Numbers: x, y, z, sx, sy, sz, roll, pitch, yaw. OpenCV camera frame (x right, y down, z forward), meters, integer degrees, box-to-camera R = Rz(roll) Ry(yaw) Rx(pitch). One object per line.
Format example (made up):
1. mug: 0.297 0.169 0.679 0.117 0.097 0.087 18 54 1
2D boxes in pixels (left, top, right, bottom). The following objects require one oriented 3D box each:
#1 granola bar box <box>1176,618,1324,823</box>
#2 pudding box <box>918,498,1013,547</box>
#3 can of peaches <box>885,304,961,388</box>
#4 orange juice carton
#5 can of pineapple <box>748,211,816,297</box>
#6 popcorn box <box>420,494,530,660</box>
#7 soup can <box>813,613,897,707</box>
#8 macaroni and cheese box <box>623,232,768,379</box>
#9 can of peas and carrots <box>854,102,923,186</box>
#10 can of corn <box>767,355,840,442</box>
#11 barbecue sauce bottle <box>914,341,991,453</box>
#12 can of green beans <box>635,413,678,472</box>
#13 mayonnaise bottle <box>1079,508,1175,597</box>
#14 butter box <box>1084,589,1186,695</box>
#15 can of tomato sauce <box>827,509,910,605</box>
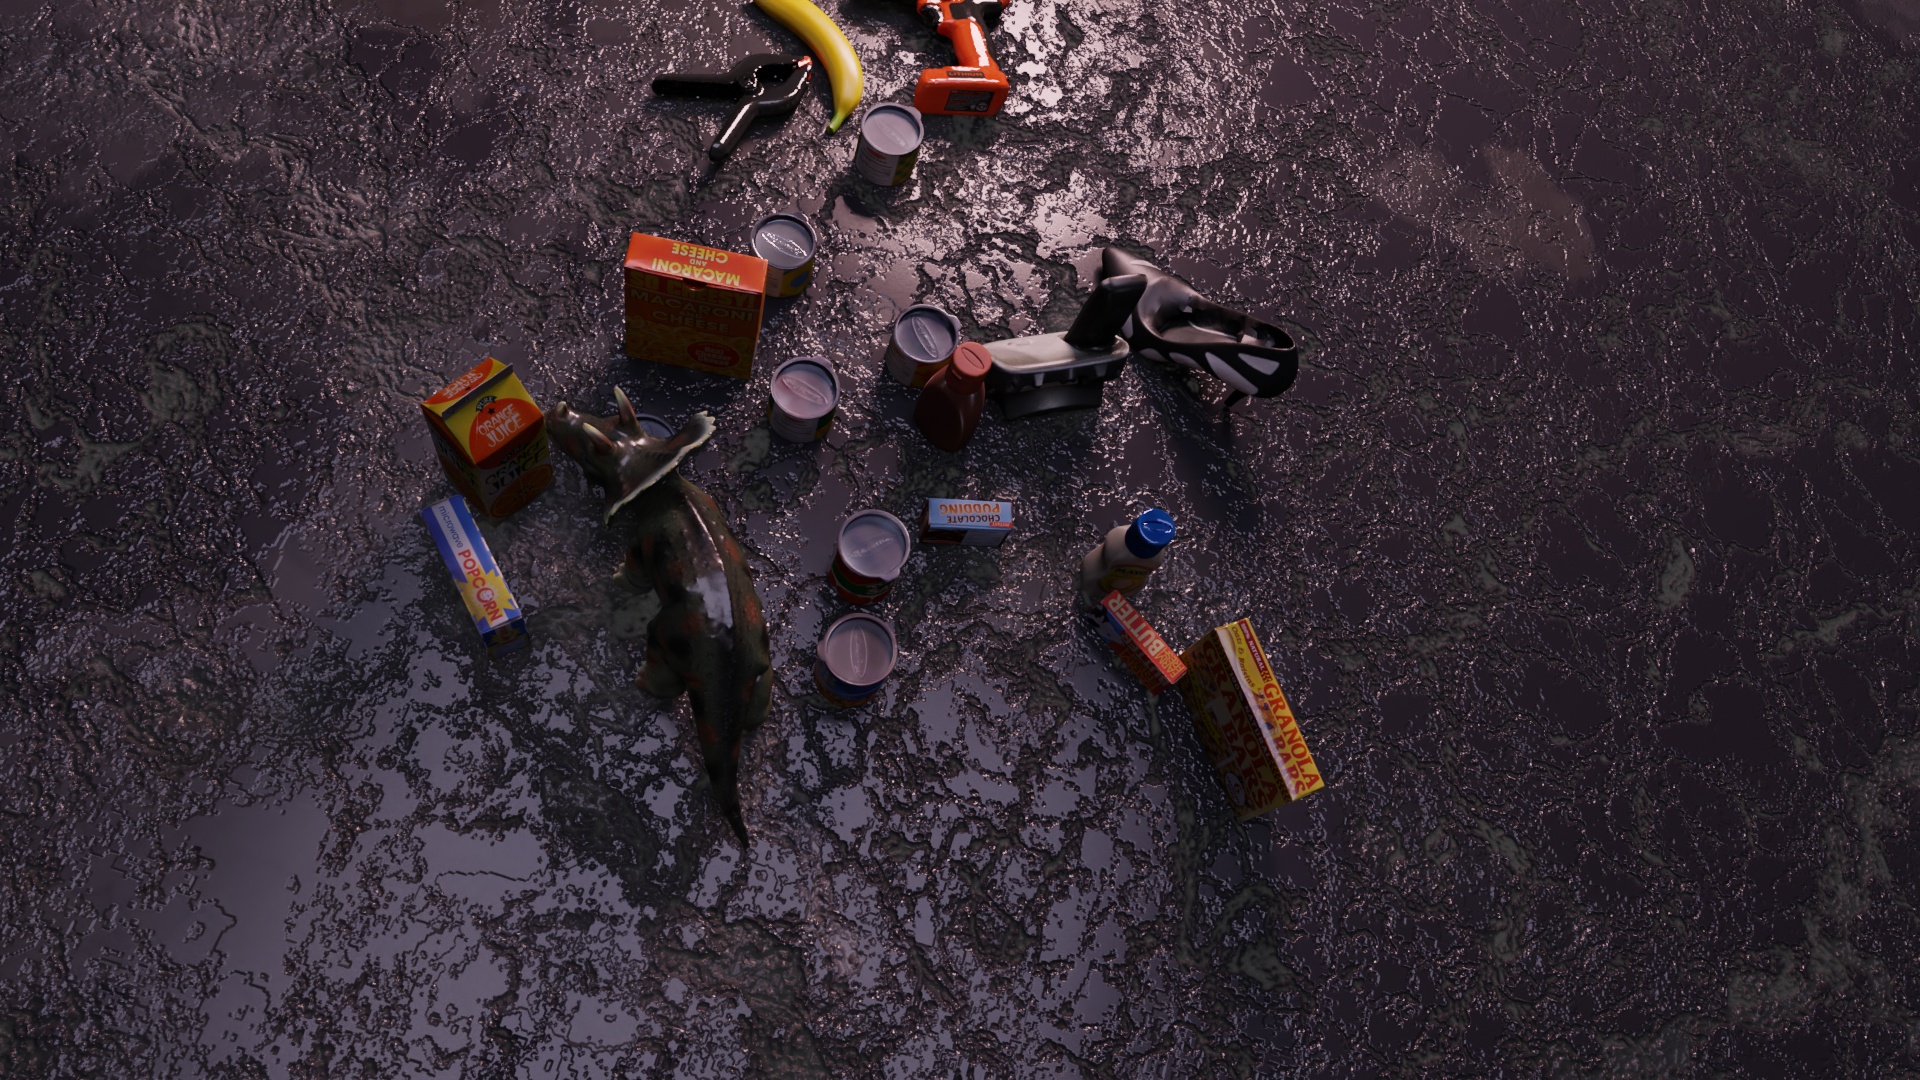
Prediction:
1. granola bar box: 0.261 0.168 1.281 0.039 0.123 0.166 -17 74 -18
2. pudding box: 0.005 -0.017 1.337 0.084 0.049 0.030 3 69 -12
3. can of peaches: -0.037 -0.194 1.393 0.071 0.058 0.071 4 68 -11
4. orange juice carton: -0.405 -0.089 1.195 0.072 0.192 0.073 -41 83 -23
5. can of pineapple: -0.179 -0.287 1.398 0.071 0.057 0.071 4 68 -11
6. popcorn box: -0.419 0.032 1.203 0.038 0.085 0.127 -26 77 -20
7. soup can: -0.098 0.109 1.246 0.071 0.083 0.071 4 68 -11
8. macaroni and cheese box: -0.248 -0.214 1.294 0.124 0.165 0.040 10 68 -9
9. can of peas and carrots: -0.075 -0.421 1.473 0.071 0.058 0.071 4 68 -11
10. can of corn: -0.151 -0.137 1.345 0.071 0.058 0.071 4 68 -11
11. barbecue sauce bottle: -0.004 -0.139 1.329 0.044 0.148 0.065 -40 82 -23
12. can of green beans: -0.294 -0.076 1.289 0.071 0.057 0.071 4 68 -11
13. mayonnaise bottle: 0.160 0.013 1.306 0.065 0.147 0.041 7 68 -10
14. butter box: 0.167 0.098 1.326 0.024 0.053 0.103 -38 81 -22
15. can of tomato sauce: -0.085 0.018 1.285 0.071 0.082 0.071 4 68 -11
